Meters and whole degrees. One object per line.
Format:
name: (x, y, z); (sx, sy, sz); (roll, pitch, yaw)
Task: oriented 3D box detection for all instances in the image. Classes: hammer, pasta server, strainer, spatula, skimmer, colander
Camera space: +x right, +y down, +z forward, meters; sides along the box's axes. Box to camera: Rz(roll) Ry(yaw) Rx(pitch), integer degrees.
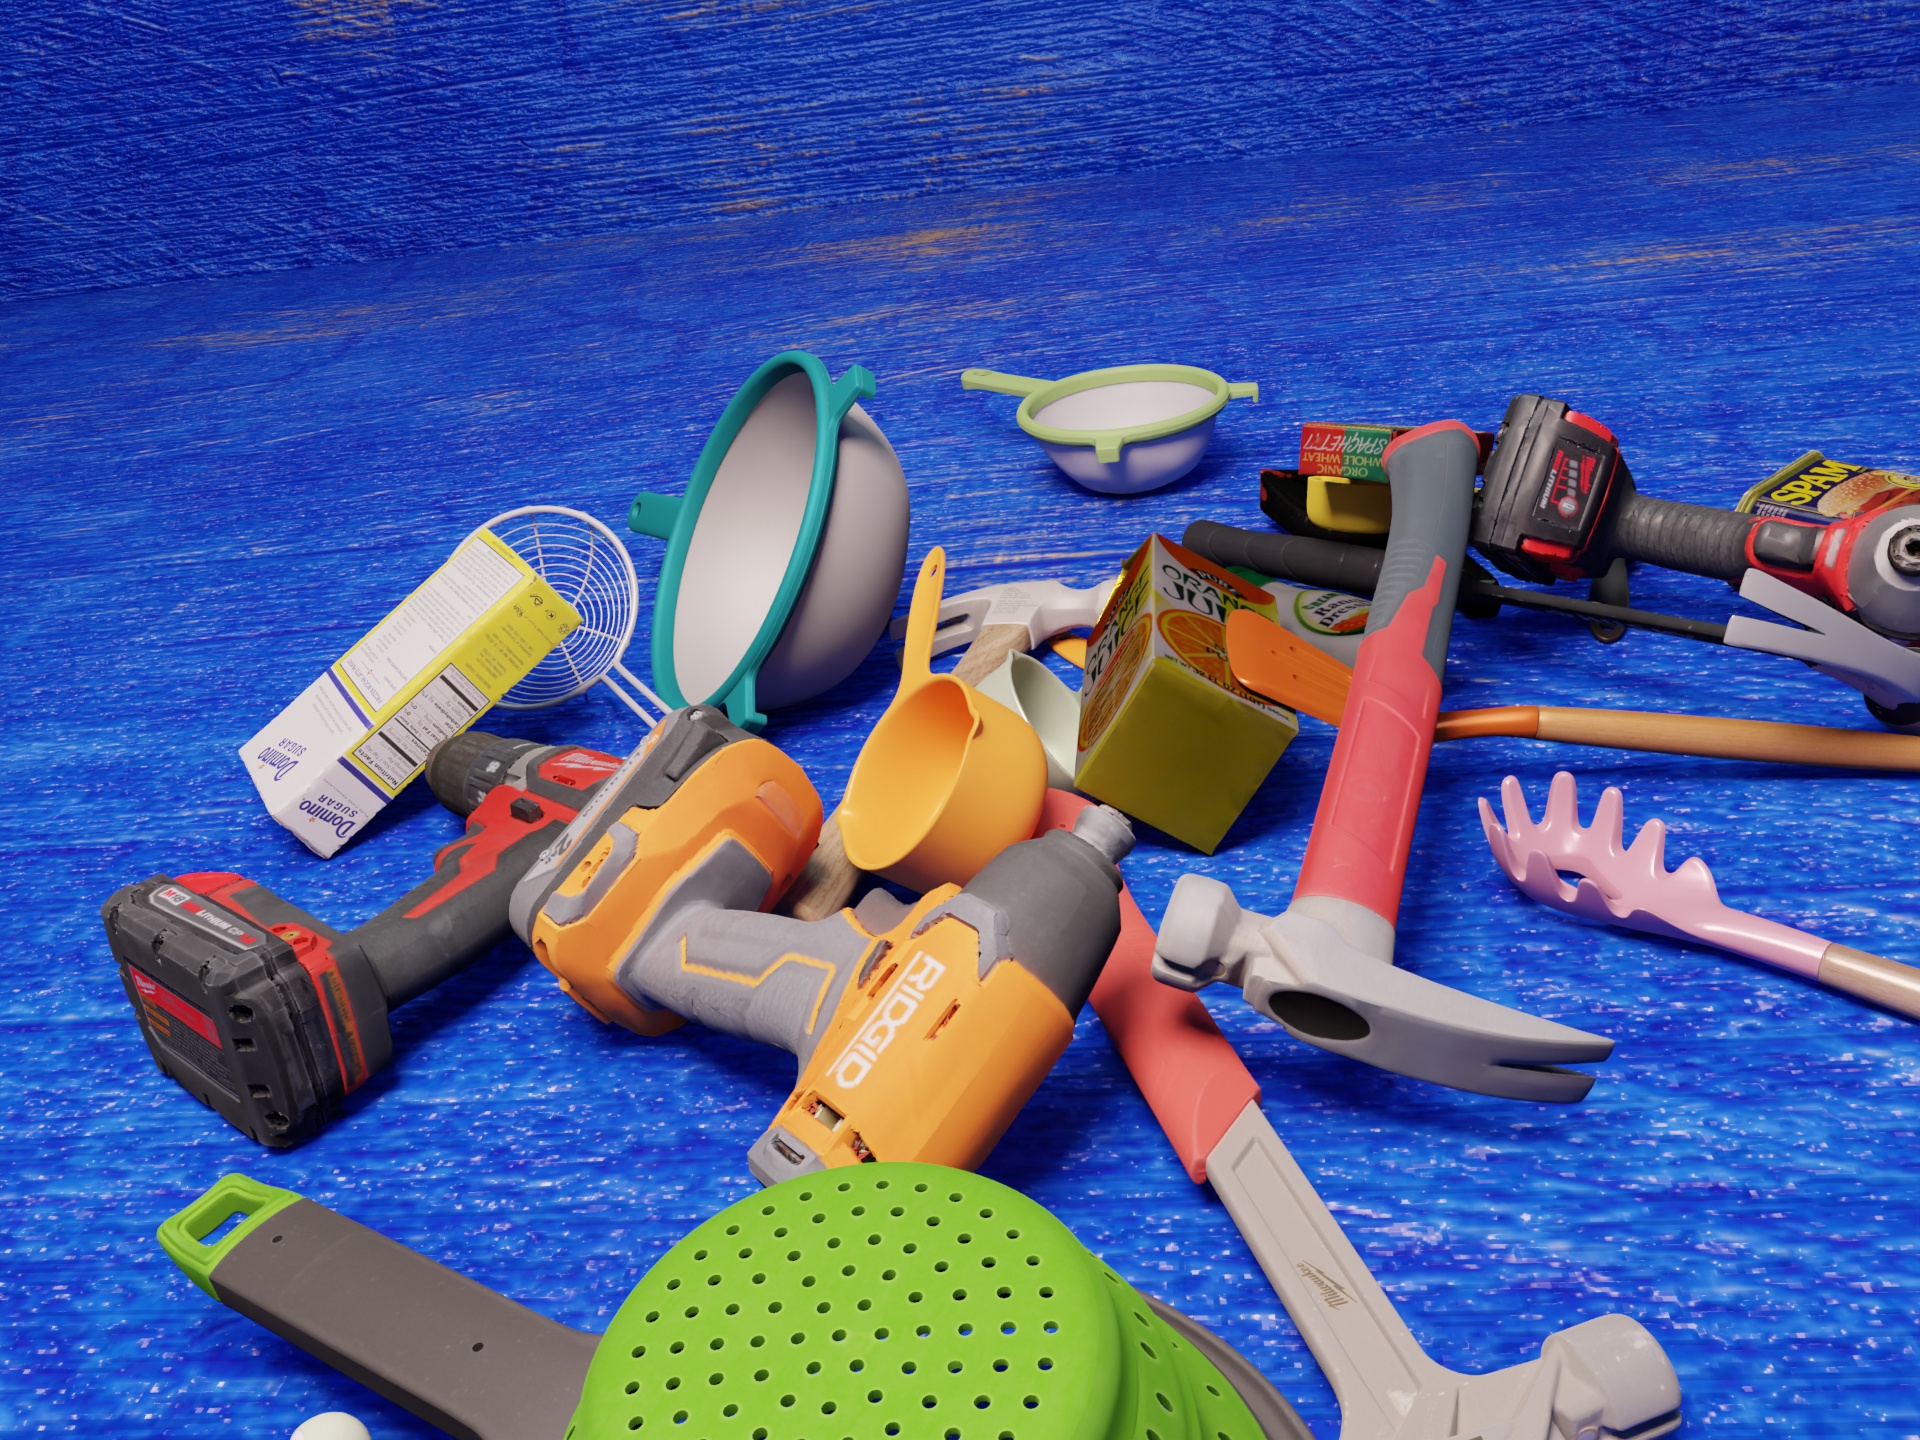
hammer: (0.261, -0.065, 0.802); (0.149, 0.036, 0.409); (16, 2, -38)
pasta server: (0.323, 0.086, 0.538); (0.060, 0.040, 0.316); (-27, 33, -36)
strainer: (-0.115, -0.101, 0.940); (0.095, 0.211, 0.341); (17, 2, -27)
hammer: (0.068, 0.120, 0.542); (0.149, 0.036, 0.359); (-13, 27, -10)
spatula: (0.276, -0.005, 0.688); (0.322, 0.041, 0.081); (5, 27, 7)
strainer: (0.086, -0.215, 1.176); (0.151, 0.069, 0.257); (-27, 31, -29)
hammer: (0.192, -0.015, 0.640); (0.143, 0.038, 0.386); (17, 41, 11)
skimmer: (-0.187, -0.027, 0.829); (0.127, 0.090, 0.364); (-49, 34, -7)
colander: (-0.084, 0.153, 0.383); (0.397, 0.094, 0.204); (9, 33, 33)
hammer: (-0.017, 0.008, 0.790); (0.130, 0.031, 0.331); (0, 28, 24)

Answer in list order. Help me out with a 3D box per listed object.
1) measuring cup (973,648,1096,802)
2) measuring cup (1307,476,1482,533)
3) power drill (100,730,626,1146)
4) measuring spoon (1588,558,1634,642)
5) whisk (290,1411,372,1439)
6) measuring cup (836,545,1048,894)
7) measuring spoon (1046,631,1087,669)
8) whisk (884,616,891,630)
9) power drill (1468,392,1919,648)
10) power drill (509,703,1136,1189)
measuring cup: (0.046, 0.003, 0.773); (0.038, 0.083, 0.167); (-35, -2, 20)
measuring cup: (0.258, -0.121, 0.904); (0.156, 0.029, 0.062); (-4, 14, -36)
power drill: (-0.238, 0.070, 0.688); (0.188, 0.080, 0.226); (15, 31, 38)
measuring spoon: (0.357, -0.071, 0.877); (0.034, 0.018, 0.124); (10, 37, 18)
whisk: (-0.161, 0.249, 0.344); (0.059, 0.057, 0.246); (23, 17, -17)
measuring cup: (-0.001, -0.002, 0.687); (0.095, 0.052, 0.174); (-36, 36, 39)
measuring spoon: (0.079, -0.034, 0.875); (0.021, 0.011, 0.117); (-19, 28, -22)
whisk: (-0.086, -0.130, 1.073); (0.073, 0.073, 0.296); (-12, 33, -8)
power drill: (0.367, -0.088, 0.761); (0.220, 0.078, 0.143); (20, 5, 30)
power drill: (-0.049, 0.072, 0.567); (0.227, 0.084, 0.164); (23, 69, 46)
